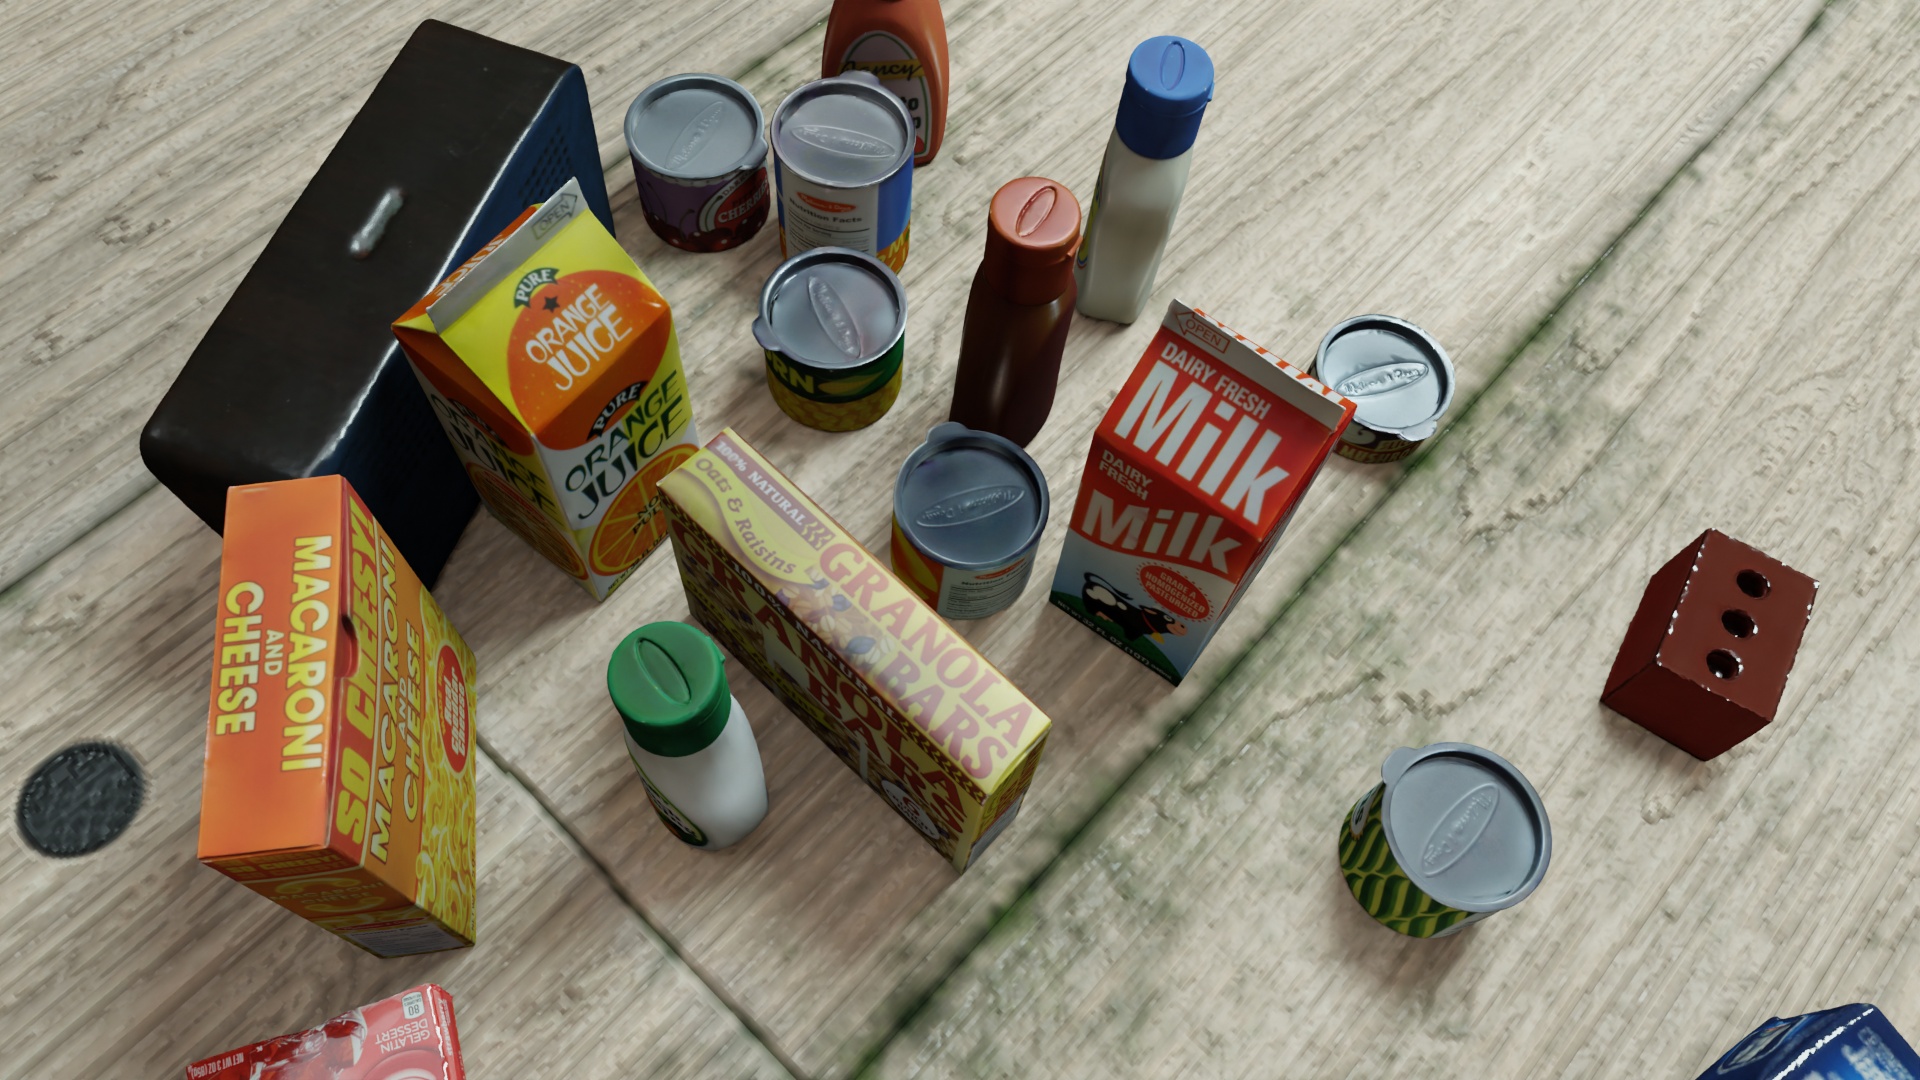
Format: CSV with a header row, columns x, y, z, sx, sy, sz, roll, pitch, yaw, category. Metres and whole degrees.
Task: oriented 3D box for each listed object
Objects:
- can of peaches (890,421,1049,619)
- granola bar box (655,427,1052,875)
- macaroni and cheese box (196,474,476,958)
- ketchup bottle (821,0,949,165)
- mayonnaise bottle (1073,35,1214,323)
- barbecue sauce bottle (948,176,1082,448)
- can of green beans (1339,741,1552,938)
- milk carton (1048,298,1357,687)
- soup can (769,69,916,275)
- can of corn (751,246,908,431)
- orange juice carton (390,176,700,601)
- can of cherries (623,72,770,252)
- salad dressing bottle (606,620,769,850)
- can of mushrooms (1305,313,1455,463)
x,y,z,sx,sy,sz,roll,pitch,yaw,category
0.002,-0.008,0.606,0.071,0.057,0.071,2,64,-3,can of peaches
-0.042,0.046,0.539,0.166,0.123,0.039,41,68,15,granola bar box
-0.210,0.069,0.491,0.040,0.165,0.124,-6,65,-7,macaroni and cheese box
-0.036,-0.246,0.670,0.065,0.148,0.044,6,64,-1,ketchup bottle
0.082,-0.165,0.639,0.041,0.147,0.065,12,64,2,mayonnaise bottle
0.025,-0.095,0.600,0.044,0.148,0.065,29,66,10,barbecue sauce bottle
0.192,0.121,0.557,0.071,0.057,0.071,2,64,-3,can of green beans
0.093,-0.021,0.545,0.072,0.189,0.074,35,67,12,milk carton
-0.055,-0.170,0.667,0.071,0.083,0.071,2,64,-3,soup can
-0.061,-0.091,0.642,0.071,0.058,0.071,2,64,-3,can of corn
-0.157,-0.057,0.543,0.073,0.191,0.072,36,67,13,orange juice carton
-0.126,-0.183,0.682,0.071,0.058,0.072,2,64,-3,can of cherries
-0.100,0.073,0.509,0.044,0.147,0.064,-34,71,-18,salad dressing bottle
0.200,-0.070,0.665,0.071,0.033,0.071,2,64,-3,can of mushrooms
